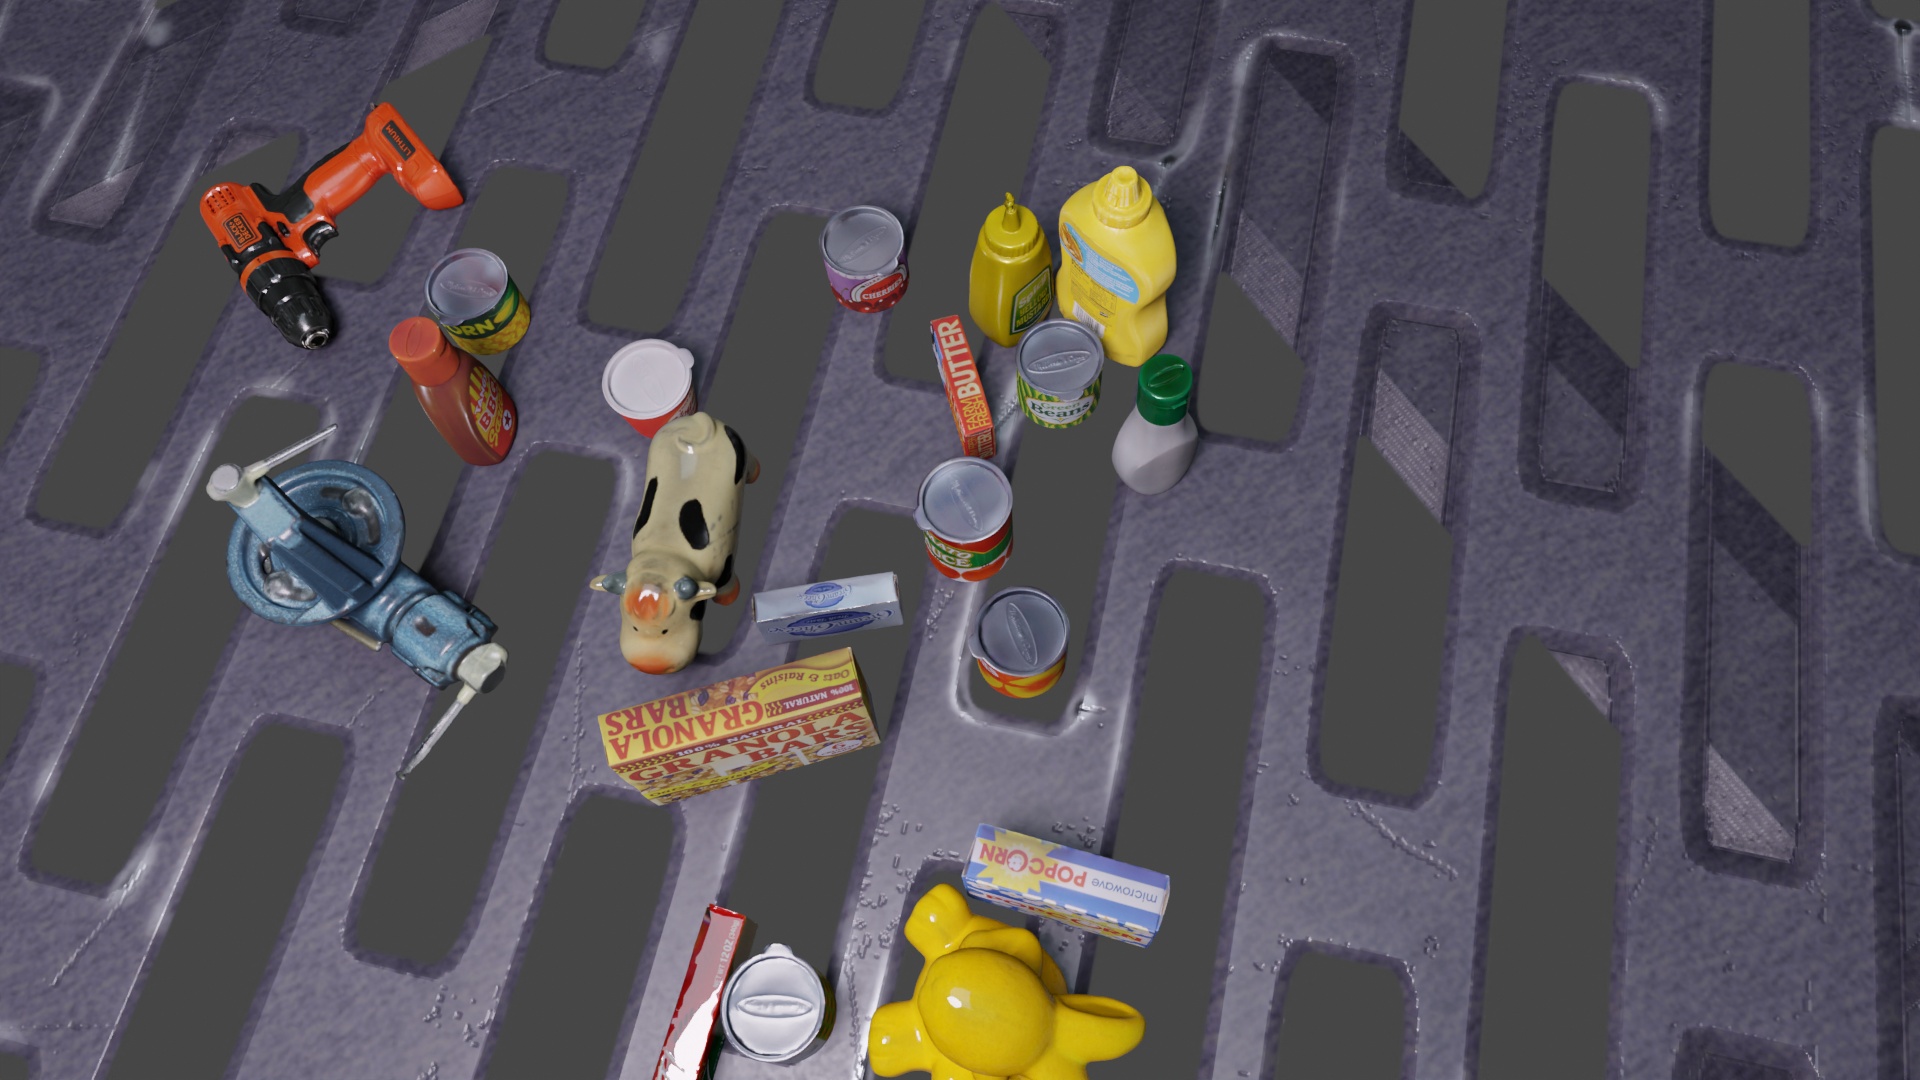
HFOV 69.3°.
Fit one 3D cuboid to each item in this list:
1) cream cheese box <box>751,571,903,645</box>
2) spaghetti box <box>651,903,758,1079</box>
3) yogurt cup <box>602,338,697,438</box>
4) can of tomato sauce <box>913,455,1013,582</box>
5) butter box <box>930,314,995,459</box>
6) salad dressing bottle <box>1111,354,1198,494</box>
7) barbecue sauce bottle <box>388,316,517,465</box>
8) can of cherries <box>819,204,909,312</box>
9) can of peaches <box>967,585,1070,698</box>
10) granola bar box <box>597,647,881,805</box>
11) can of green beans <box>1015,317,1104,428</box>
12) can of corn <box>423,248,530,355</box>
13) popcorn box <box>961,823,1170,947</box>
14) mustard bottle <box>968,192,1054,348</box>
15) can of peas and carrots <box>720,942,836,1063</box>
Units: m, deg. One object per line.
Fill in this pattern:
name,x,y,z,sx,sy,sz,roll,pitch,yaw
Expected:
cream cheese box,-0.094,0.049,0.996,0.104,0.053,0.024,-9,68,-1
spaghetti box,-0.181,0.359,0.875,0.029,0.050,0.251,12,69,8
yogurt cup,-0.236,-0.113,1.071,0.072,0.053,0.072,-1,68,3
can of tomato sauce,0.004,-0.013,1.001,0.071,0.082,0.071,-1,68,3
butter box,0.002,-0.115,1.059,0.024,0.053,0.104,-15,68,-3
salad dressing bottle,0.141,-0.081,0.987,0.064,0.147,0.044,-26,69,-7
barbecue sauce bottle,-0.374,-0.112,1.026,0.044,0.148,0.065,1,68,4
can of cherries,-0.074,-0.221,1.104,0.071,0.058,0.072,-1,68,3
can of peaches,0.041,0.073,0.977,0.071,0.058,0.071,-1,68,3
granola bar box,-0.141,0.127,0.928,0.166,0.123,0.039,-15,68,-3
can of green beans,0.075,-0.126,1.058,0.071,0.057,0.071,-1,68,3
can of corn,-0.385,-0.187,1.106,0.071,0.058,0.071,-1,68,3
popcorn box,0.068,0.224,0.898,0.127,0.085,0.038,14,70,9
mustard bottle,0.038,-0.206,1.037,0.049,0.159,0.065,42,76,17
can of peas and carrots,-0.116,0.298,0.892,0.071,0.058,0.071,-1,68,3
